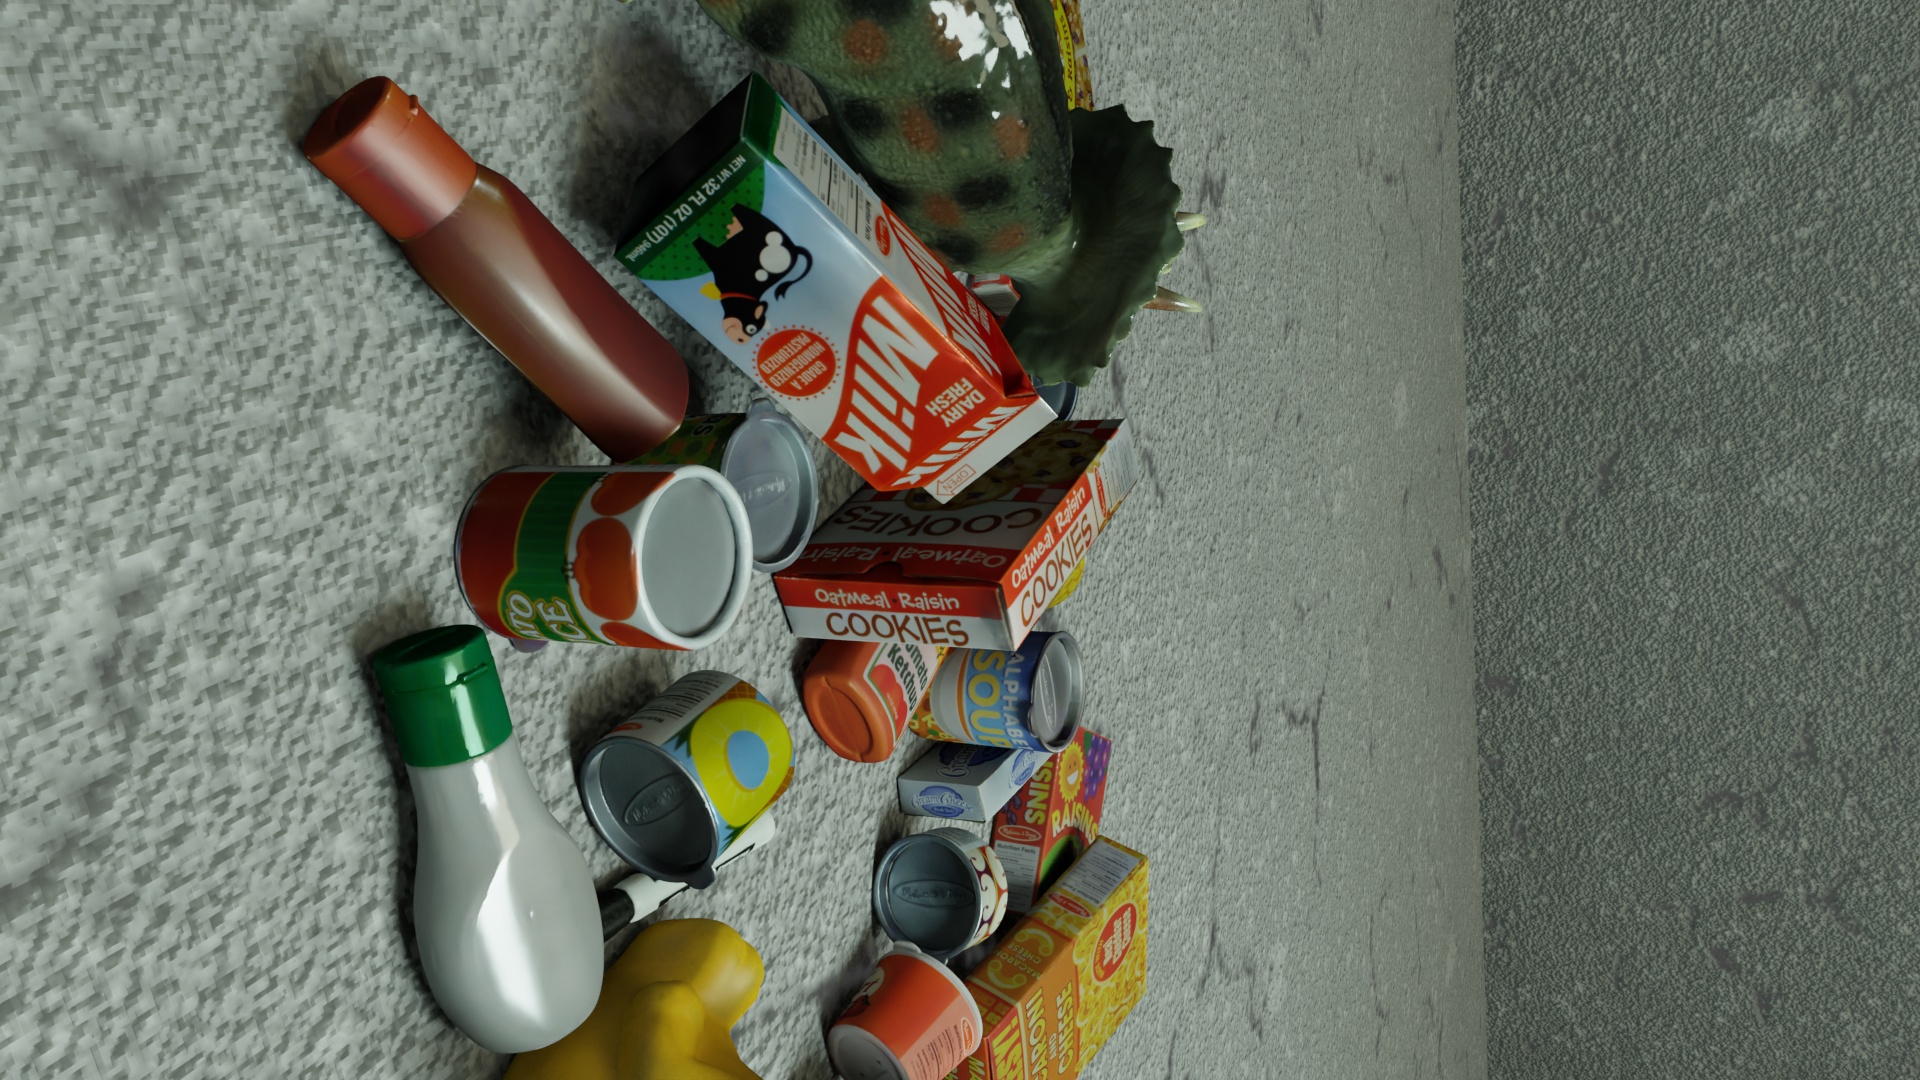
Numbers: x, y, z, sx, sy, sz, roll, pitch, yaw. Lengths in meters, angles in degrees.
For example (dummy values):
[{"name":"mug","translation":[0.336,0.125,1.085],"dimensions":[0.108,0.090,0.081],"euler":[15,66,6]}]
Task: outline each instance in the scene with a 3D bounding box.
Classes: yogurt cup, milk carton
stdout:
[{"name":"yogurt cup","translation":[-0.031,0.253,0.711],"dimensions":[0.054,0.072,0.072],"euler":[-36,122,-46]},{"name":"milk carton","translation":[-0.044,-0.091,0.578],"dimensions":[0.190,0.072,0.074],"euler":[41,25,-29]}]

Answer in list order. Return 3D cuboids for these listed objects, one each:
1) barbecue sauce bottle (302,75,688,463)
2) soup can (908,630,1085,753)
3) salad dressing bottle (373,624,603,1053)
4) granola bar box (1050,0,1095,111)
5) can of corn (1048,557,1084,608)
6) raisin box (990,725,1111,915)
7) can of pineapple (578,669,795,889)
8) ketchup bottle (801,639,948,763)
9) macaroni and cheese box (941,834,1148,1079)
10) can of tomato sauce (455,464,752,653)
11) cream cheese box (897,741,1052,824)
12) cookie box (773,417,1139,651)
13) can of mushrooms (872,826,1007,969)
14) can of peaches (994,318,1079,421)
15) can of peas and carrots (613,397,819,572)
[{"name":"barbecue sauce bottle","translation":[-0.155,-0.092,0.480],"dimensions":[0.148,0.043,0.065],"euler":[49,12,-44]},{"name":"soup can","translation":[0.017,0.082,0.768],"dimensions":[0.071,0.084,0.071],"euler":[-4,94,-61]},{"name":"salad dressing bottle","translation":[-0.164,0.103,0.481],"dimensions":[0.064,0.044,0.147],"euler":[-33,119,-54]},{"name":"granola bar box","translation":[0.032,-0.306,0.827],"dimensions":[0.125,0.039,0.164],"euler":[-46,130,-52]},{"name":"can of corn","translation":[0.032,0.014,0.812],"dimensions":[0.058,0.071,0.071],"euler":[-7,97,-61]},{"name":"raisin box","translation":[0.057,0.180,0.893],"dimensions":[0.086,0.040,0.123],"euler":[32,65,-57]},{"name":"can of pineapple","translation":[-0.108,0.095,0.558],"dimensions":[0.058,0.071,0.070],"euler":[-41,127,-54]},{"name":"ketchup bottle","translation":[-0.029,0.044,0.726],"dimensions":[0.149,0.043,0.064],"euler":[-57,138,-45]},{"name":"macaroni and cheese box","translation":[0.054,0.276,0.835],"dimensions":[0.167,0.040,0.123],"euler":[-36,134,-41]},{"name":"can of tomato sauce","translation":[-0.127,0.007,0.502],"dimensions":[0.071,0.083,0.071],"euler":[-3,93,-61]},{"name":"cream cheese box","translation":[0.013,0.126,0.794],"dimensions":[0.104,0.053,0.024],"euler":[-33,117,-57]},{"name":"cookie box","translation":[0.002,-0.009,0.698],"dimensions":[0.168,0.123,0.040],"euler":[-49,132,-49]},{"name":"can of mushrooms","translation":[-0.011,0.190,0.740],"dimensions":[0.033,0.071,0.071],"euler":[5,87,-62]},{"name":"can of peaches","translation":[0.030,-0.100,0.813],"dimensions":[0.071,0.058,0.071],"euler":[-4,94,-61]},{"name":"can of peas and carrots","translation":[-0.102,-0.022,0.574],"dimensions":[0.071,0.058,0.071],"euler":[-1,91,-61]}]
